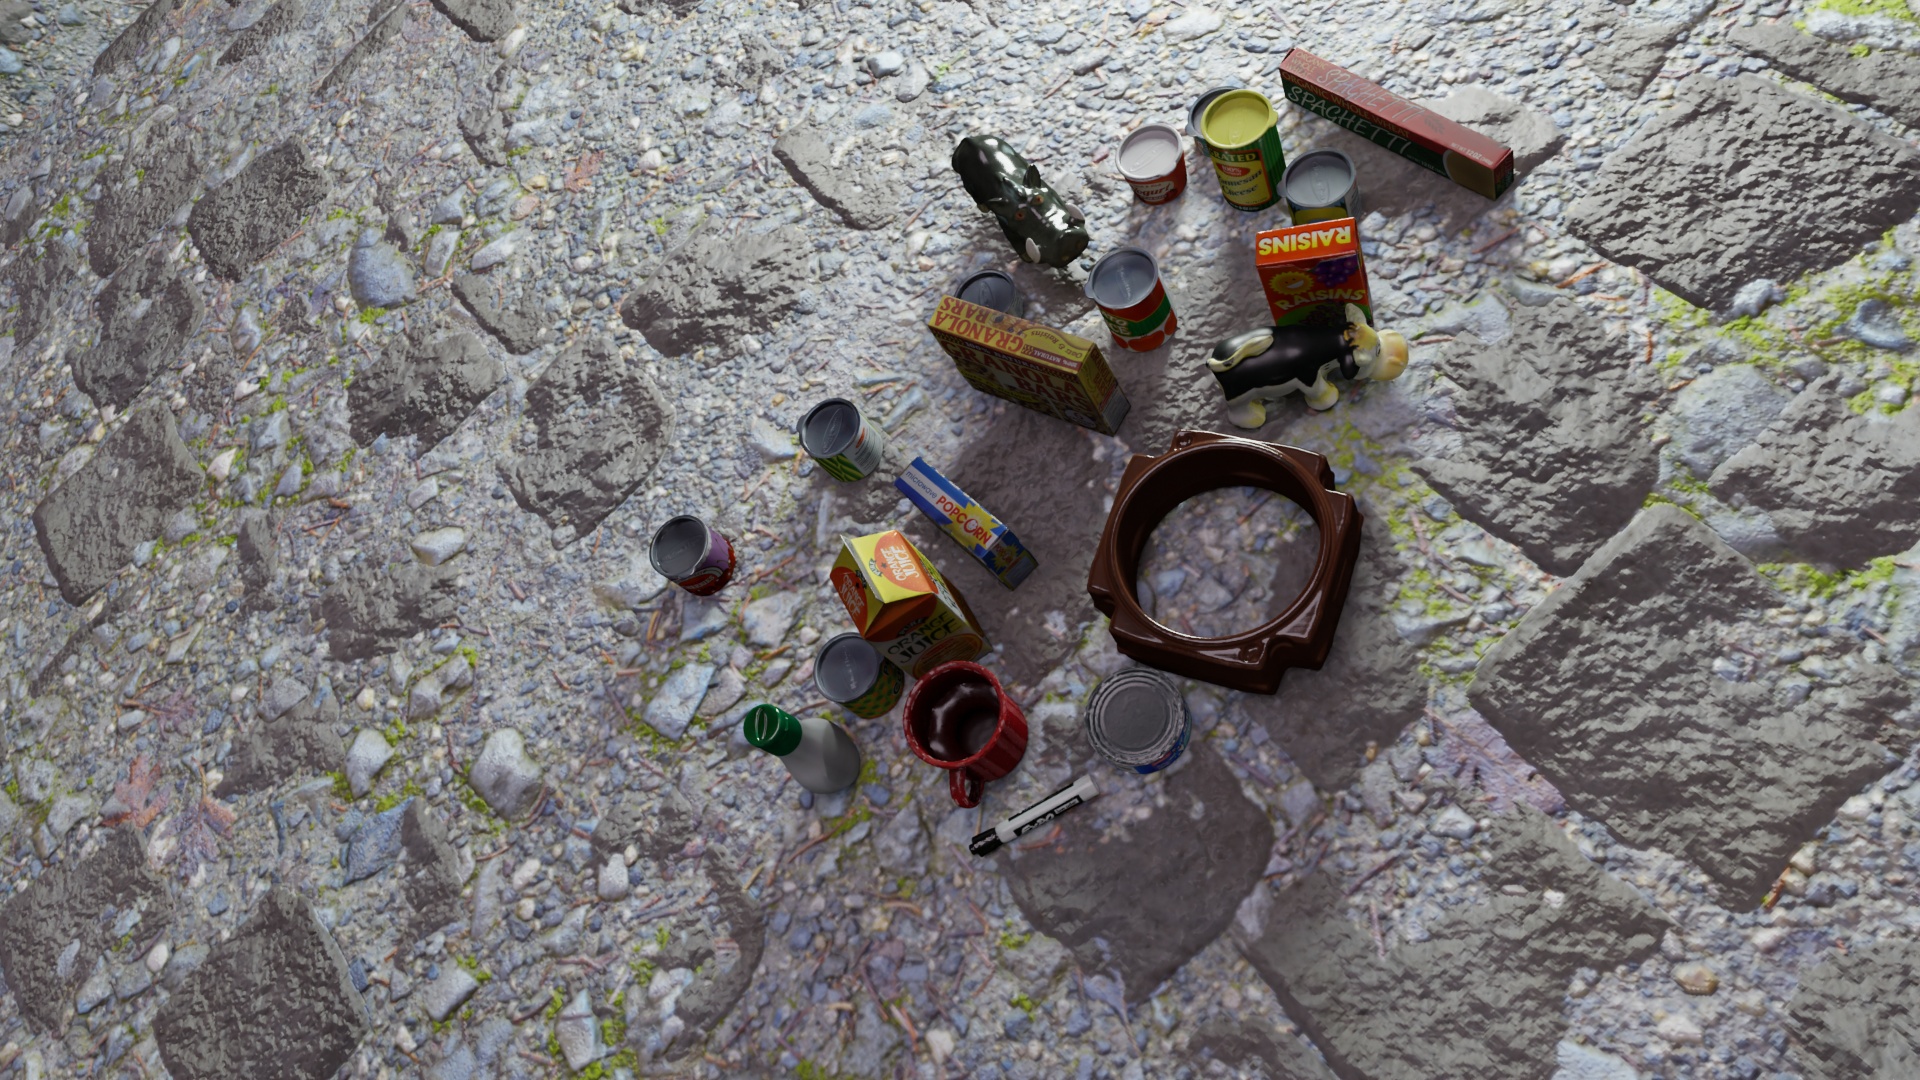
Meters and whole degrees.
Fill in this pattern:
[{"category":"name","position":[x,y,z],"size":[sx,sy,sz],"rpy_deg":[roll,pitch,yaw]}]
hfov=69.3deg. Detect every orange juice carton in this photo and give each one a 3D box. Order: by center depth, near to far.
[{"category":"orange juice carton","position":[-0.048,0.056,1.195],"size":[0.073,0.192,0.072],"rpy_deg":[-34,59,5]}]

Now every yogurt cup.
[{"category":"yogurt cup","position":[0.192,-0.369,1.373],"size":[0.072,0.054,0.072],"rpy_deg":[-9,64,19]}]

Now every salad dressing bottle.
[{"category":"salad dressing bottle","position":[-0.137,0.178,1.202],"size":[0.044,0.147,0.064],"rpy_deg":[-10,64,18]}]

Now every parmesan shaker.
[{"category":"parmesan shaker","position":[0.272,-0.365,1.309],"size":[0.071,0.103,0.071],"rpy_deg":[-9,64,19]}]

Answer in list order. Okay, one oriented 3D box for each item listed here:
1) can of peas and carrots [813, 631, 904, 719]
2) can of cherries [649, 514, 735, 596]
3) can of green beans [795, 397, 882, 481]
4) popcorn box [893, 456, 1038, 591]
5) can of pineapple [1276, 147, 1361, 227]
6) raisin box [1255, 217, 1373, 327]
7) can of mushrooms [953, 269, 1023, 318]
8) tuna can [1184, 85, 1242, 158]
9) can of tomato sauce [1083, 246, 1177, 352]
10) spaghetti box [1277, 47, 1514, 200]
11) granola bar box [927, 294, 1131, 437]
[{"category":"can of peas and carrots","position":[-0.090,0.122,1.261],"size":[0.071,0.058,0.071],"rpy_deg":[-9,64,19]},{"category":"can of cherries","position":[-0.266,0.018,1.382],"size":[0.071,0.058,0.072],"rpy_deg":[-9,64,19]},{"category":"can of green beans","position":[-0.117,-0.099,1.374],"size":[0.071,0.057,0.071],"rpy_deg":[-9,64,19]},{"category":"popcorn box","position":[0.005,-0.016,1.270],"size":[0.038,0.085,0.127],"rpy_deg":[-48,58,-3]},{"category":"can of pineapple","position":[0.334,-0.320,1.289],"size":[0.071,0.057,0.071],"rpy_deg":[-9,64,19]},{"category":"raisin box","position":[0.311,-0.227,1.217],"size":[0.086,0.123,0.040],"rpy_deg":[-4,66,21]},{"category":"can of mushrooms","position":[0.026,-0.235,1.392],"size":[0.071,0.033,0.071],"rpy_deg":[-9,64,19]},{"category":"tuna can","position":[0.259,-0.413,1.378],"size":[0.071,0.032,0.071],"rpy_deg":[-9,64,19]},{"category":"can of tomato sauce","position":[0.161,-0.223,1.301],"size":[0.071,0.083,0.071],"rpy_deg":[-9,64,19]},{"category":"spaghetti box","position":[0.402,-0.392,1.299],"size":[0.029,0.050,0.251],"rpy_deg":[-48,58,-3]},{"category":"granola bar box","position":[0.064,-0.161,1.289],"size":[0.166,0.124,0.039],"rpy_deg":[23,78,29]}]
